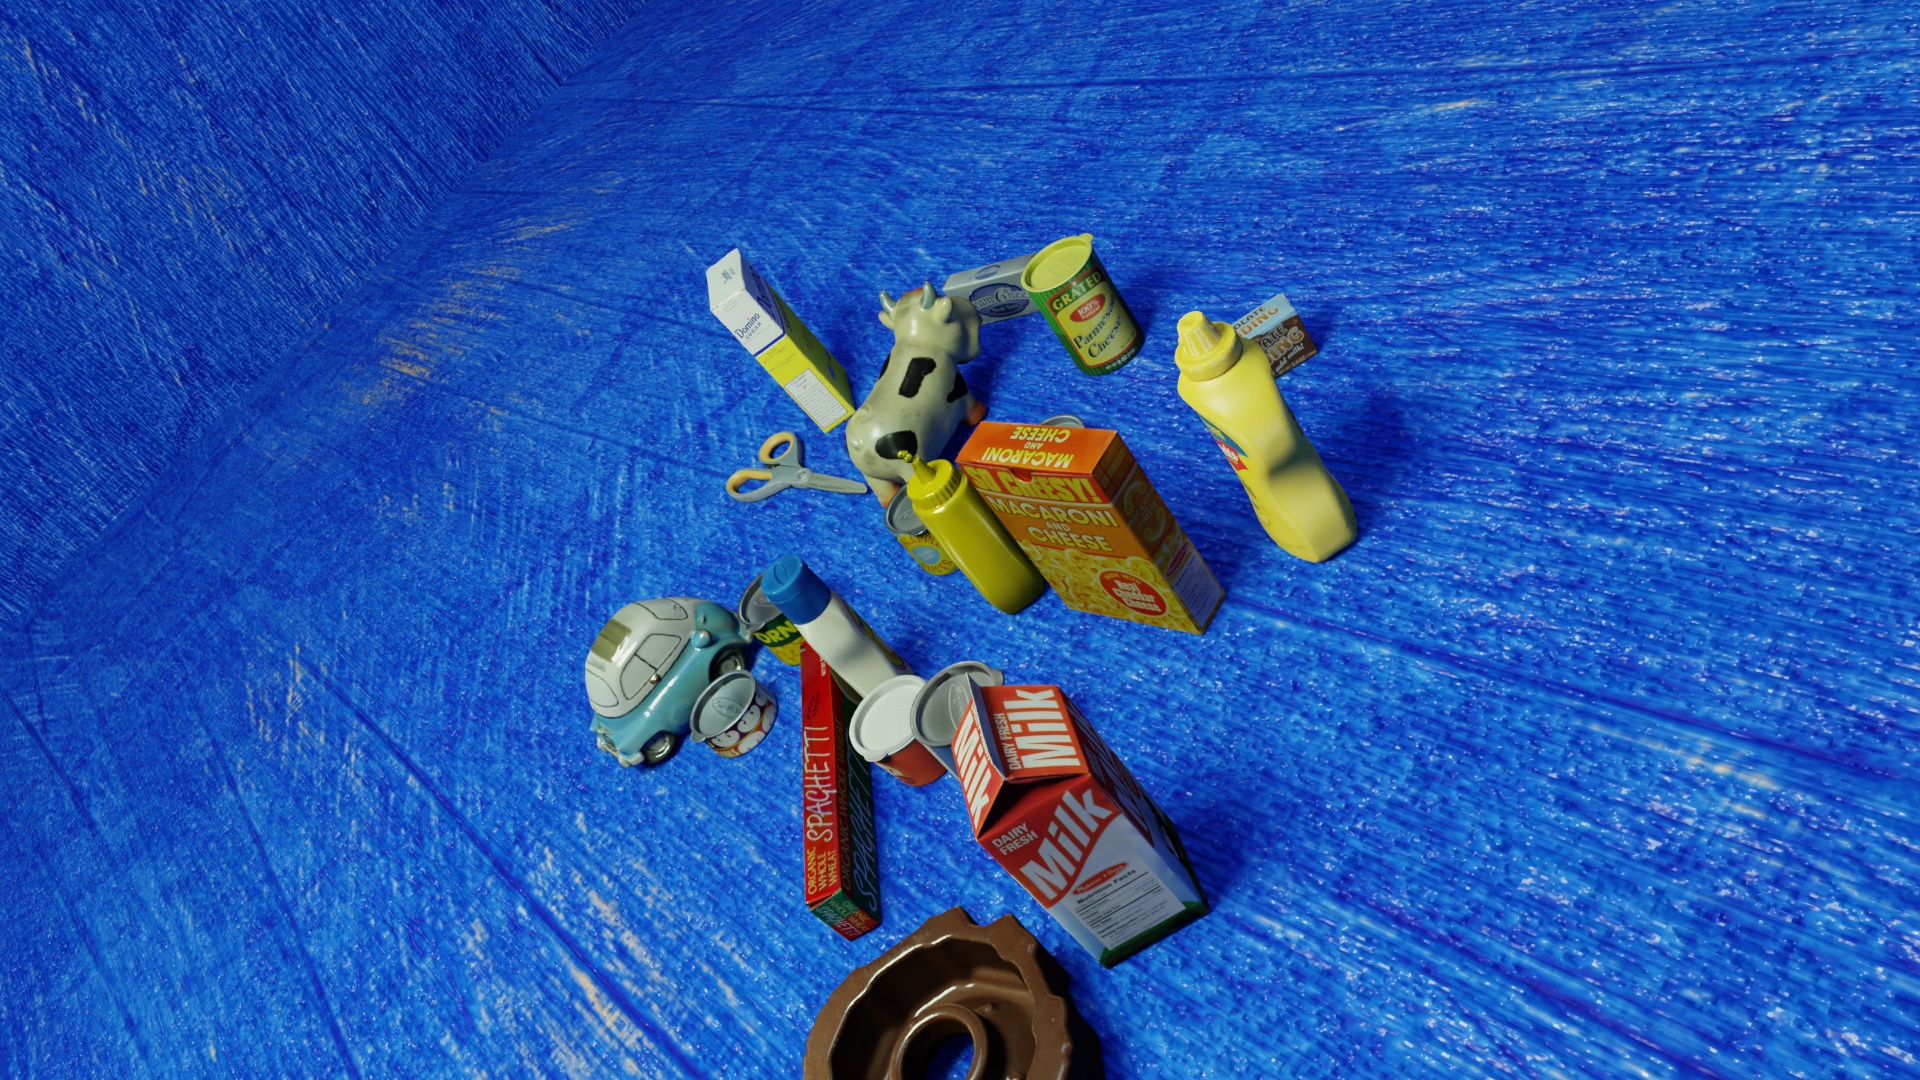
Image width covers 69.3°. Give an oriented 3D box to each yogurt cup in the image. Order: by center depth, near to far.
[{"bbox_3d":[-0.036,0.137,0.983,0.072,0.053,0.073,-24,38,21],"label":"yogurt cup"}]

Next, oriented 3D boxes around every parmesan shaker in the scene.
[{"bbox_3d":[0.107,-0.199,1.177,0.071,0.102,0.072,-24,38,21],"label":"parmesan shaker"}]

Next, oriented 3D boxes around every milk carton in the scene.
[{"bbox_3d":[0.058,0.150,0.769,0.073,0.190,0.072,-32,36,10],"label":"milk carton"}]

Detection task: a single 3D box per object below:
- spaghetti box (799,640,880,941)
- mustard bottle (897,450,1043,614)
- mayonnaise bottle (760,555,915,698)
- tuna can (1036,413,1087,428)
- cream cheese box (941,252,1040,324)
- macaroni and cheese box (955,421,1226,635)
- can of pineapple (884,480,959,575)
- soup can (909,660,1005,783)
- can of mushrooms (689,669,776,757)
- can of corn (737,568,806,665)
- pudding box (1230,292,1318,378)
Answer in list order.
[{"bbox_3d":[-0.089,0.168,0.999,0.028,0.050,0.251,-29,37,15],"label":"spaghetti box"},{"bbox_3d":[0.004,-0.013,1.019,0.049,0.159,0.065,-36,36,5],"label":"mustard bottle"},{"bbox_3d":[-0.088,0.069,1.021,0.041,0.147,0.065,-38,36,2],"label":"mayonnaise bottle"},{"bbox_3d":[0.080,-0.067,1.119,0.071,0.032,0.071,-24,38,21],"label":"tuna can"},{"bbox_3d":[0.039,-0.237,1.321,0.103,0.053,0.024,-6,47,37],"label":"cream cheese box"},{"bbox_3d":[0.088,-0.008,0.934,0.123,0.166,0.040,9,57,46],"label":"macaroni and cheese box"},{"bbox_3d":[-0.020,-0.012,1.126,0.071,0.057,0.071,-24,38,21],"label":"can of pineapple"},{"bbox_3d":[0.019,0.129,0.918,0.071,0.083,0.072,-24,38,21],"label":"soup can"},{"bbox_3d":[-0.185,0.142,1.125,0.071,0.033,0.071,-24,38,21],"label":"can of mushrooms"},{"bbox_3d":[-0.142,0.063,1.152,0.071,0.058,0.071,-24,38,21],"label":"can of corn"},{"bbox_3d":[0.224,-0.145,1.062,0.083,0.049,0.030,-32,36,10],"label":"pudding box"}]
